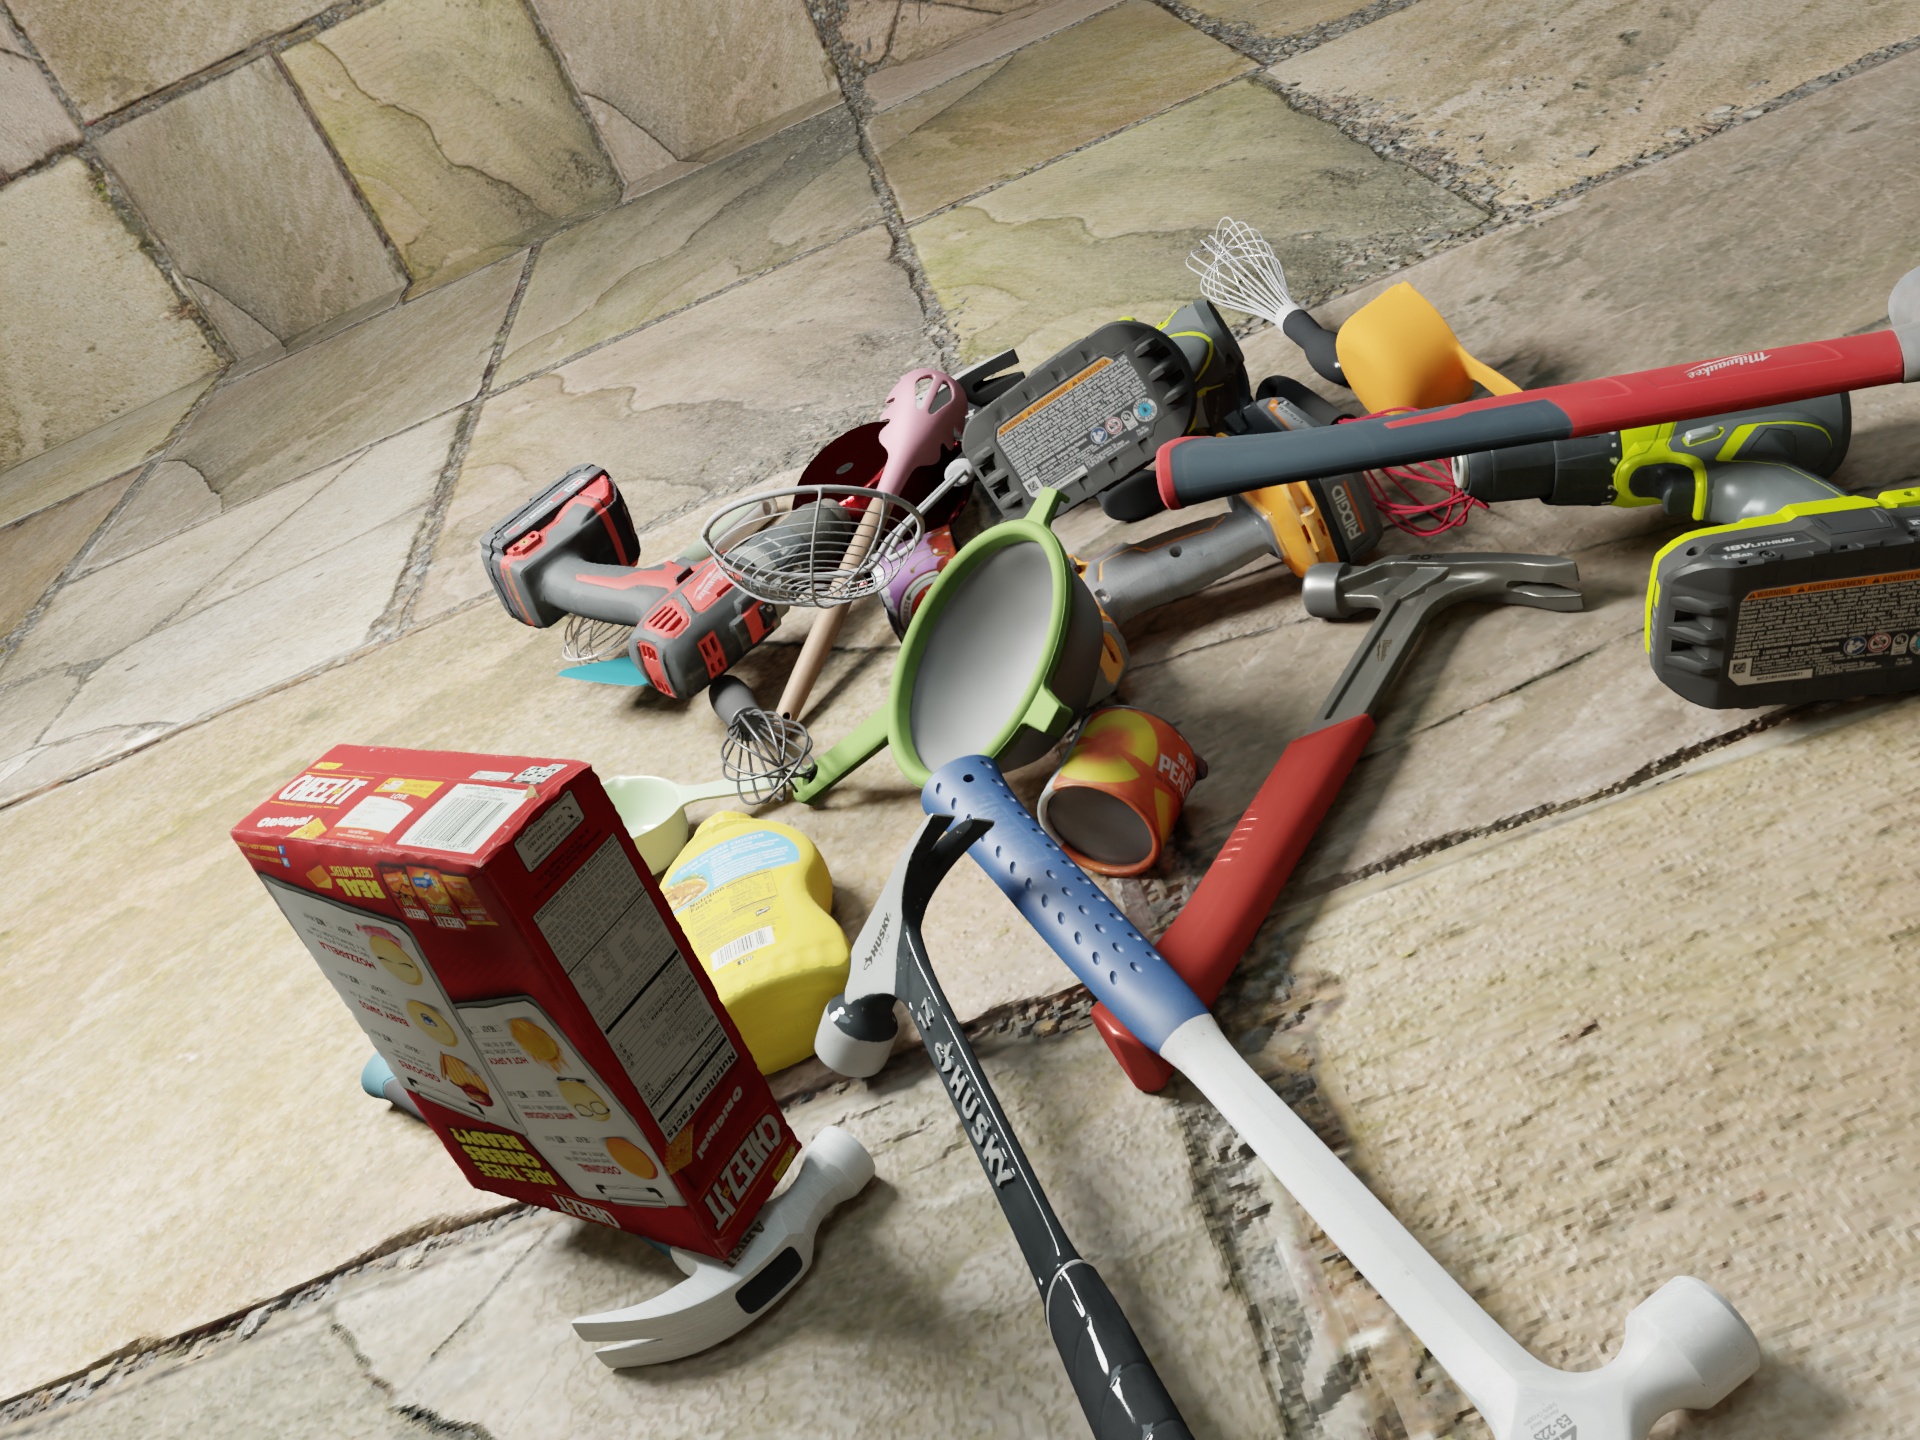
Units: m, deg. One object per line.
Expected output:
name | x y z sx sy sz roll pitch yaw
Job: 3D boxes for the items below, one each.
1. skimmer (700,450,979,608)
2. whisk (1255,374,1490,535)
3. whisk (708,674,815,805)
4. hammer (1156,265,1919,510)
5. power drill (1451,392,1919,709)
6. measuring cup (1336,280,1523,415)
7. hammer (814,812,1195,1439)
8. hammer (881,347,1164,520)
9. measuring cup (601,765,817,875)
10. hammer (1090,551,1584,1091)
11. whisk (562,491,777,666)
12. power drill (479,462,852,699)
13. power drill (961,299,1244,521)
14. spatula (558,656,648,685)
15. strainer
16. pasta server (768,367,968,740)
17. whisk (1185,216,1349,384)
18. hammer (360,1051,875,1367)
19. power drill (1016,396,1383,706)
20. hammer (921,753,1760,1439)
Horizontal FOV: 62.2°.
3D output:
skimmer | -0.035 -0.165 1.021 0.127 0.090 0.363 -16 20 31
whisk | 0.250 -0.178 1.000 0.073 0.073 0.296 -27 26 -2
whisk | -0.133 0.005 0.988 0.055 0.055 0.239 -30 19 -7
hammer | 0.282 -0.140 0.763 0.386 0.038 0.143 -7 33 22
power drill | 0.357 -0.101 0.768 0.190 0.080 0.229 -7 33 5
measuring cup | 0.292 -0.207 0.985 0.052 0.095 0.174 -33 35 4
hammer | 0.036 0.191 0.573 0.036 0.149 0.409 8 27 -28
hammer | 0.054 -0.211 1.204 0.146 0.035 0.335 -34 33 -13
measuring cup | -0.158 0.059 0.967 0.167 0.038 0.083 -11 28 -9
hammer | 0.173 0.032 0.764 0.149 0.036 0.359 4 42 39
whisk | -0.221 -0.113 1.244 0.059 0.057 0.246 4 38 37
power drill | -0.204 -0.113 1.122 0.227 0.080 0.188 21 52 34
power drill | 0.085 -0.191 0.993 0.171 0.080 0.223 -31 6 21
spatula | -0.172 -0.109 1.205 0.082 0.044 0.318 7 43 32
strainer | -0.001 -0.003 0.878 0.256 0.069 0.152 -36 42 44
pasta server | -0.065 -0.122 1.089 0.060 0.040 0.316 23 67 -3
whisk | 0.241 -0.317 1.216 0.070 0.070 0.285 -24 36 3
hammer | -0.193 0.208 0.765 0.331 0.033 0.128 9 44 43
power drill | 0.118 -0.108 0.972 0.226 0.084 0.186 -29 30 2
hammer | 0.089 0.132 0.617 0.144 0.035 0.406 -30 41 -13
